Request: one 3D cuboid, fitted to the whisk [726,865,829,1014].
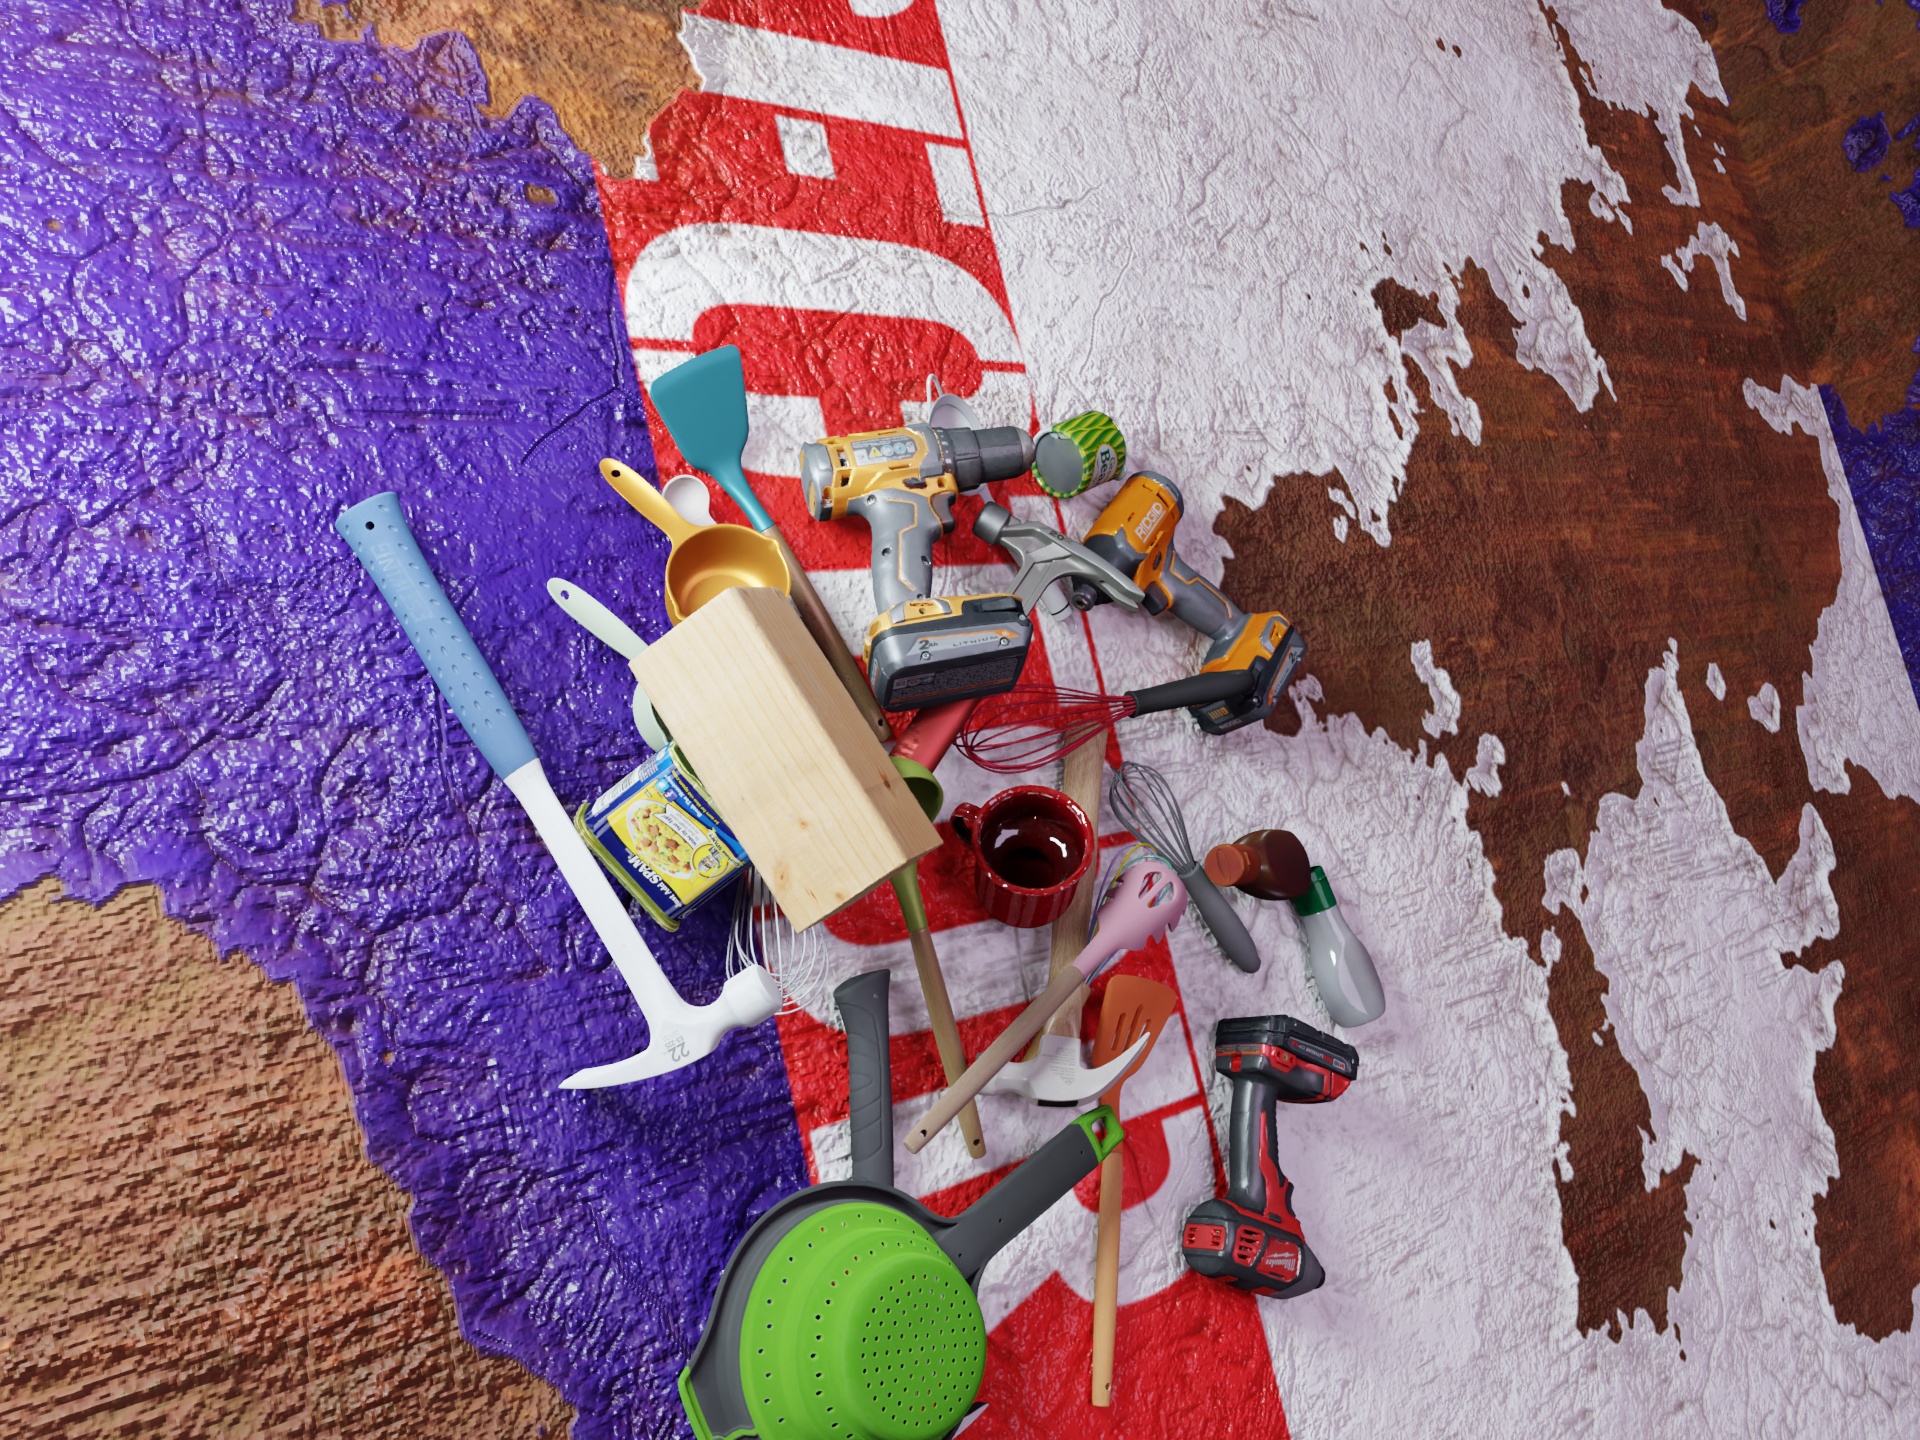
[{"bbox_3d":[-0.139,0.066,1.123,0.070,0.070,0.285,8,66,-37],"label":"whisk"}]

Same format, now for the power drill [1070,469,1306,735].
[{"bbox_3d":[0.195,-0.095,1.430,0.226,0.084,0.164,47,53,-13],"label":"power drill"}]

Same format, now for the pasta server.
[{"bbox_3d":[0.068,0.209,1.186,0.060,0.040,0.316,42,62,12],"label":"pasta server"}]

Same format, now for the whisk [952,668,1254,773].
[{"bbox_3d":[0.124,-0.010,1.316,0.295,0.073,0.073,-12,84,-27],"label":"whisk"}]

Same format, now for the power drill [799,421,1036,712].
[{"bbox_3d":[-0.010,-0.130,1.207,0.185,0.084,0.226,-11,63,-14],"label":"power drill"}]

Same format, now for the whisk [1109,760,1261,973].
[{"bbox_3d":[0.197,0.130,1.382,0.238,0.055,0.055,55,50,-18],"label":"whisk"}]

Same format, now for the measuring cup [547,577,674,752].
[{"bbox_3d":[-0.224,-0.037,1.097,0.167,0.038,0.083,42,54,-19],"label":"measuring cup"}]

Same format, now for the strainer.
[{"bbox_3d":[0.028,-0.174,1.344,0.258,0.050,0.087,55,42,-19],"label":"strainer"}]

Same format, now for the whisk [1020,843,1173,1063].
[{"bbox_3d":[0.108,0.199,1.285,0.245,0.051,0.047,-56,156,-30],"label":"whisk"}]

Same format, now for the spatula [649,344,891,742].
[{"bbox_3d":[-0.130,-0.123,1.195,0.082,0.044,0.317,-35,100,-31],"label":"spatula"}]

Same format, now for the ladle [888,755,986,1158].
[{"bbox_3d":[-0.021,0.176,1.139,0.078,0.062,0.320,-17,104,-11],"label":"ladle"}]

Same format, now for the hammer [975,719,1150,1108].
[{"bbox_3d":[0.092,0.146,1.271,0.130,0.031,0.332,7,60,1],"label":"hammer"}]

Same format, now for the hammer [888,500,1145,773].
[{"bbox_3d":[-0.002,-0.004,1.214,0.149,0.036,0.359,31,66,4],"label":"hammer"}]

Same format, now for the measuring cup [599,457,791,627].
[{"bbox_3d":[-0.197,-0.118,1.141,0.174,0.052,0.095,43,65,10],"label":"measuring cup"}]

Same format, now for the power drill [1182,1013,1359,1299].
[{"bbox_3d":[0.265,0.370,1.340,0.143,0.078,0.220,28,63,-29],"label":"power drill"}]

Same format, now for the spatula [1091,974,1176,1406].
[{"bbox_3d":[0.125,0.364,1.248,0.081,0.041,0.323,21,64,-37],"label":"spatula"}]

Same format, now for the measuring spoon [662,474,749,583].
[{"bbox_3d":[-0.177,-0.128,1.178,0.034,0.018,0.124,-37,109,-4],"label":"measuring spoon"}]

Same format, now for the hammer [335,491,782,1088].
[{"bbox_3d":[-0.276,0.043,0.999,0.144,0.035,0.405,-31,89,3],"label":"hammer"}]

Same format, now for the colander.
[{"bbox_3d":[0.004,0.369,1.065,0.397,0.094,0.204,-28,93,-40],"label":"colander"}]

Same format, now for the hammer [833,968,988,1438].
[{"bbox_3d":[-0.055,0.342,1.113,0.146,0.035,0.335,9,70,-36],"label":"hammer"}]
